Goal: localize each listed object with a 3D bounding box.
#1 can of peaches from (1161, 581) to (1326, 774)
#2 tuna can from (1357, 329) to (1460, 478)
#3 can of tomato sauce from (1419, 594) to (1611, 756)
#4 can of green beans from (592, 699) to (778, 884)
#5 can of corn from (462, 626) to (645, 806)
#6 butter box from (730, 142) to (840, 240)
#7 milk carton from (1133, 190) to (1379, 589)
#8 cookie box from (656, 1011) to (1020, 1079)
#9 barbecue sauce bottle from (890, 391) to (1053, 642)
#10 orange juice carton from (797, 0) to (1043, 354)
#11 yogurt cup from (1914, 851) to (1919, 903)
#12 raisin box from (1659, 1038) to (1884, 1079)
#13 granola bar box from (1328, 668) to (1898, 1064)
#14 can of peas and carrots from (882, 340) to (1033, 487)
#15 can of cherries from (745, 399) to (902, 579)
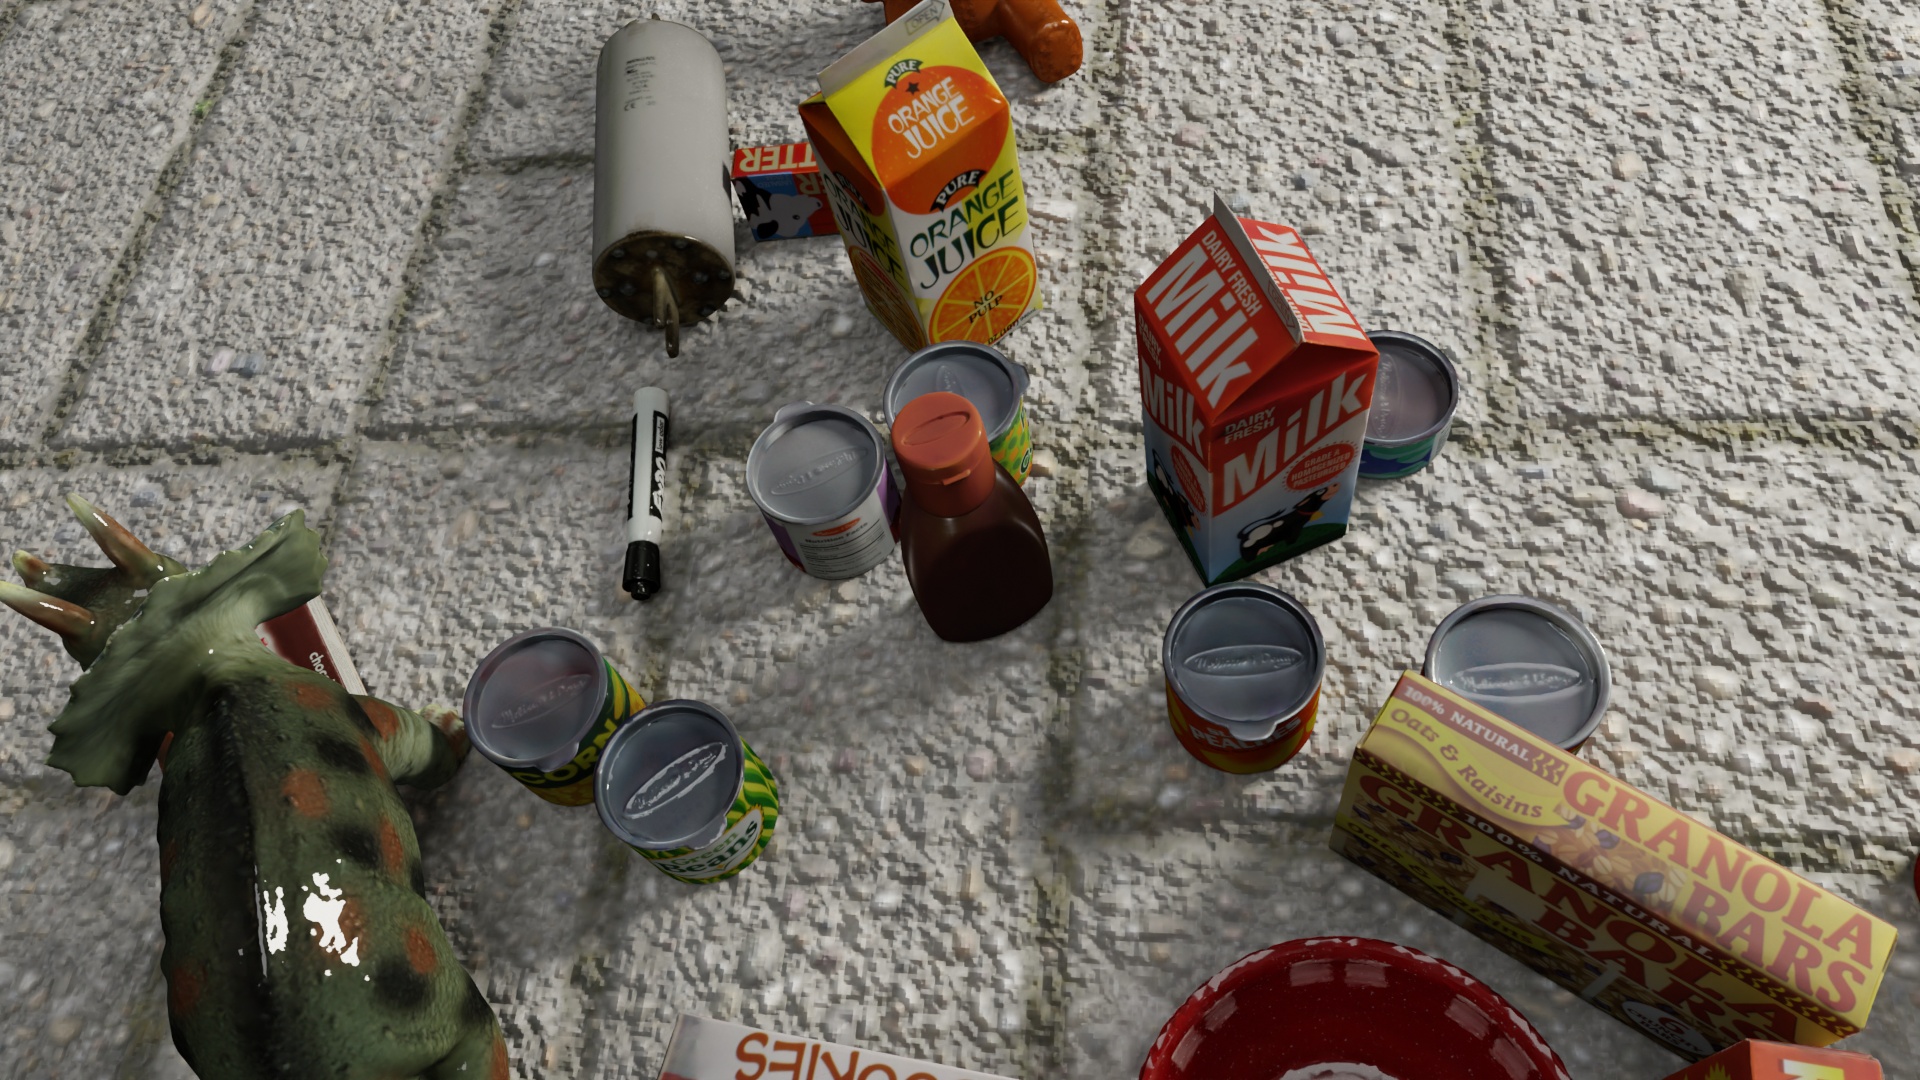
[{"bbox_3d":[0.120,0.062,0.591,0.071,0.057,0.071,-4,61,8],"label":"can of peaches"},{"bbox_3d":[0.199,-0.065,0.663,0.071,0.032,0.071,-4,61,8],"label":"tuna can"},{"bbox_3d":[0.215,0.071,0.555,0.071,0.082,0.071,-4,61,8],"label":"can of tomato sauce"},{"bbox_3d":[-0.118,0.110,0.605,0.071,0.057,0.071,-4,61,8],"label":"can of green beans"},{"bbox_3d":[-0.181,0.083,0.631,0.071,0.058,0.071,-4,61,8],"label":"can of corn"},{"bbox_3d":[-0.070,-0.196,0.771,0.103,0.053,0.024,-4,61,8],"label":"butter box"},{"bbox_3d":[0.121,-0.060,0.582,0.073,0.189,0.072,-23,60,-3],"label":"milk carton"},{"bbox_3d":[-0.019,0.205,0.472,0.123,0.166,0.040,6,63,13],"label":"cookie box"},{"bbox_3d":[0.002,-0.007,0.598,0.065,0.148,0.044,-22,60,-2],"label":"barbecue sauce bottle"},{"bbox_3d":[-0.019,-0.169,0.667,0.072,0.192,0.073,-37,62,-10],"label":"orange juice carton"},{"bbox_3d":[0.392,0.124,0.511,0.072,0.053,0.073,-4,61,8],"label":"yogurt cup"},{"bbox_3d":[0.254,0.215,0.444,0.040,0.123,0.086,6,63,13],"label":"raisin box"},{"bbox_3d":[0.221,0.123,0.501,0.166,0.123,0.039,30,70,23],"label":"granola bar box"},{"bbox_3d":[0.002,-0.055,0.676,0.071,0.058,0.071,-4,61,8],"label":"can of peas and carrots"},{"bbox_3d":[-0.064,-0.025,0.671,0.071,0.058,0.072,-4,61,8],"label":"can of cherries"}]
